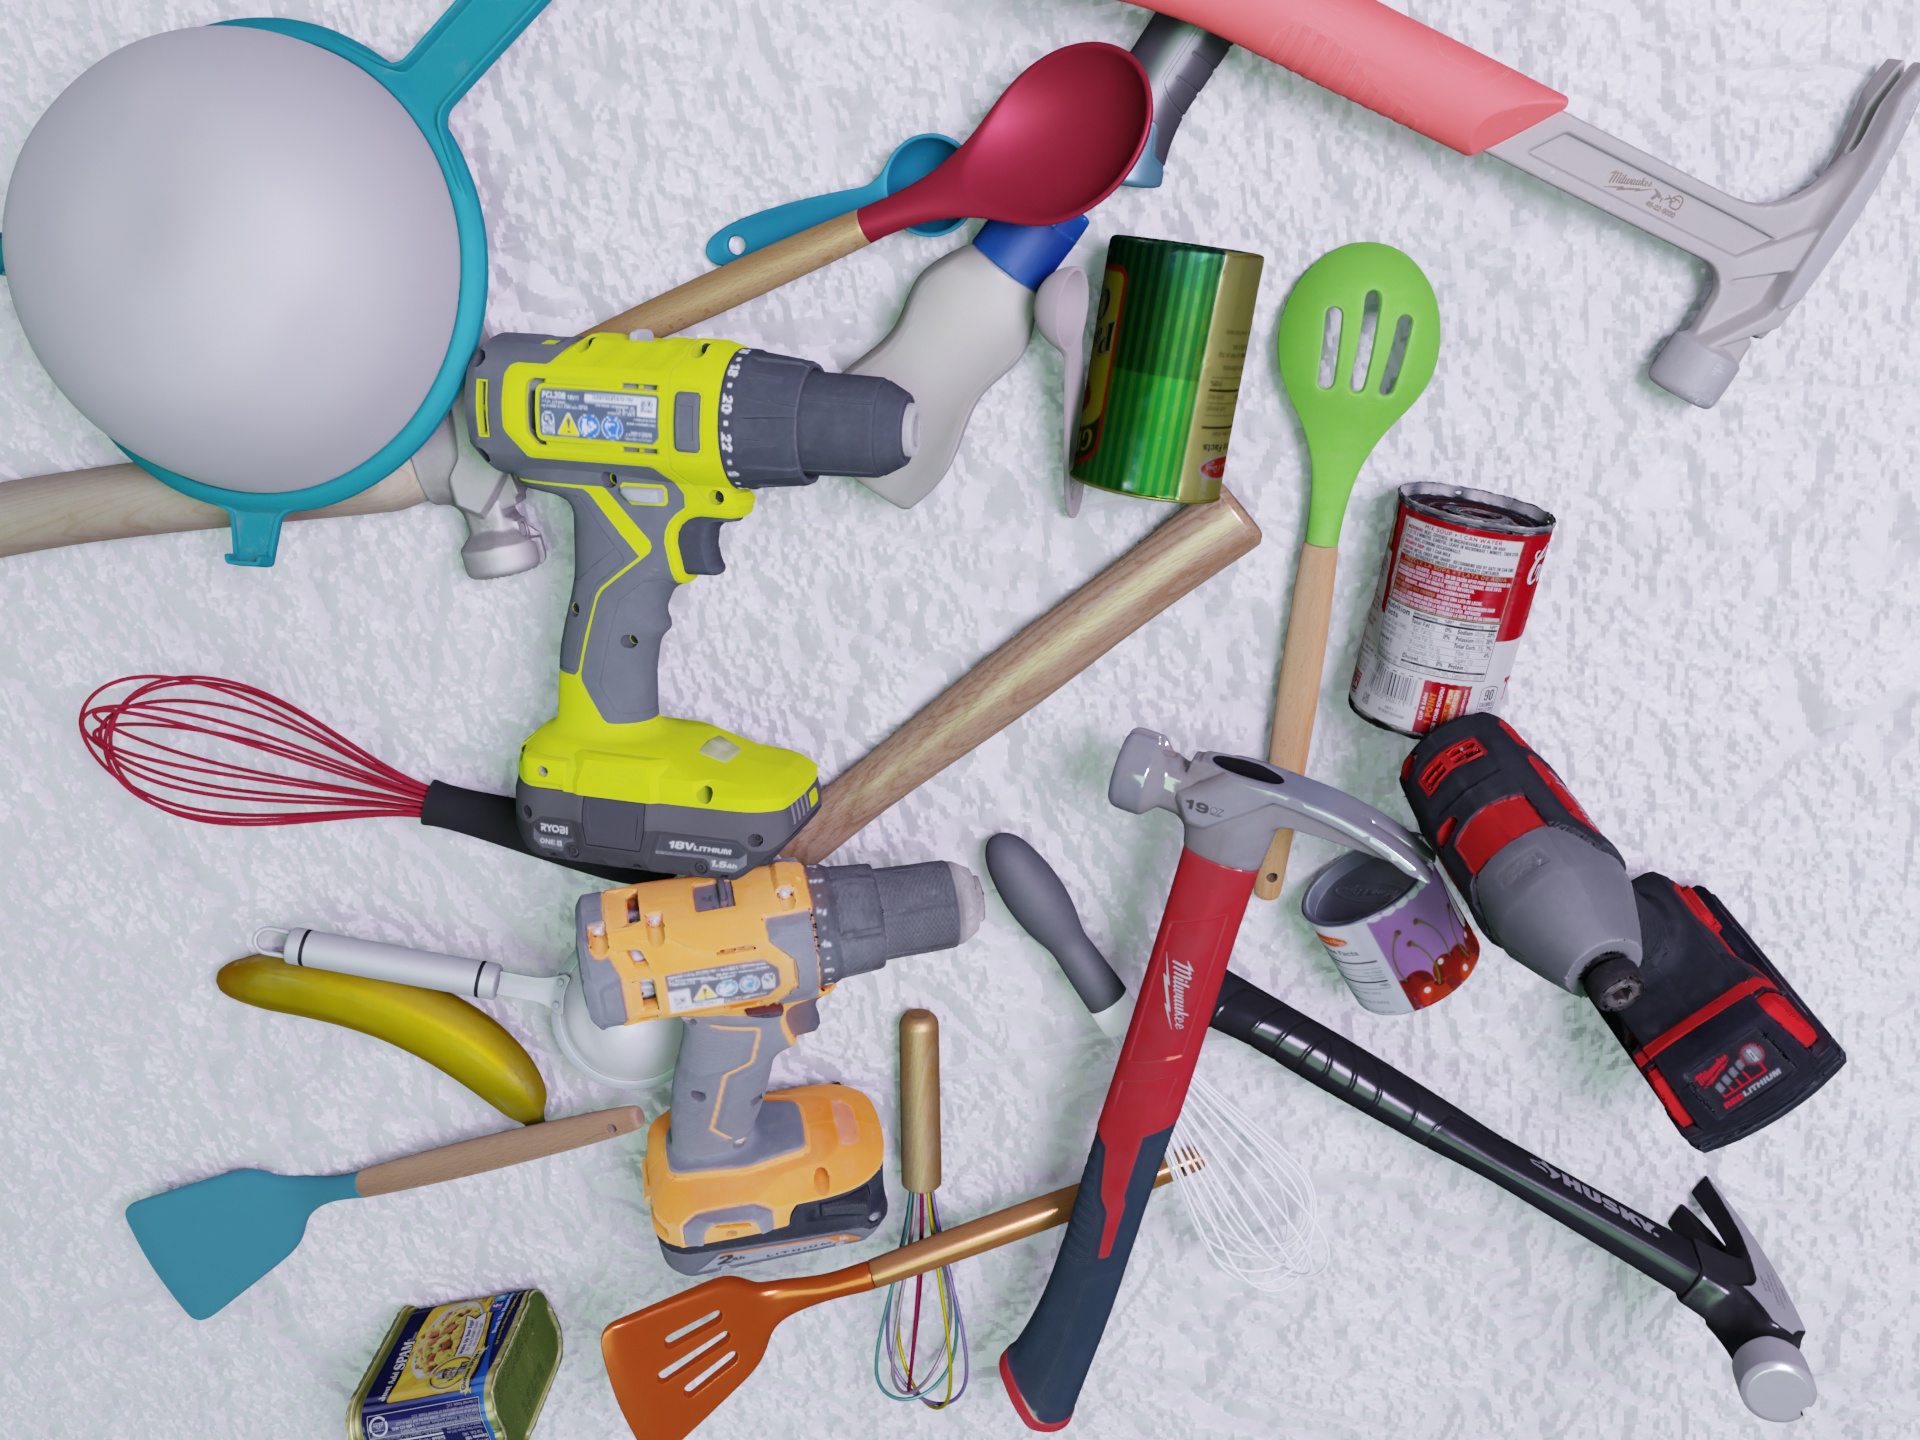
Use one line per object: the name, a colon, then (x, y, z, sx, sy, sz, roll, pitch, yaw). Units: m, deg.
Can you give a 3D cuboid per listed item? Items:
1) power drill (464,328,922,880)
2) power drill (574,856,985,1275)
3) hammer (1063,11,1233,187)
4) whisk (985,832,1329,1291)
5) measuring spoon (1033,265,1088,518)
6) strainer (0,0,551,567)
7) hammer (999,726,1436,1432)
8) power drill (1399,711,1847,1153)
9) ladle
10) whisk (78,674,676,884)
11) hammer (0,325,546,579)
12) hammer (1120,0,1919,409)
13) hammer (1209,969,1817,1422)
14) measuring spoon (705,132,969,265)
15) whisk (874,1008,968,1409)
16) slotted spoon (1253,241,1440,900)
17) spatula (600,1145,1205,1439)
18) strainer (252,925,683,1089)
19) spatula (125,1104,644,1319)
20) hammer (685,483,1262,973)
power drill: (-0.115, -0.053, 0.696, 0.190, 0.080, 0.228, 6, 106, 11)
power drill: (-0.079, 0.160, 0.774, 0.185, 0.084, 0.226, -9, 126, -10)
hammer: (0.148, -0.352, 0.616, 0.128, 0.033, 0.331, 32, 110, -9)
whisk: (0.096, 0.173, 0.806, 0.070, 0.070, 0.284, -33, 97, 15)
measuring spoon: (0.043, -0.140, 0.694, 0.018, 0.034, 0.124, 15, 137, 21)
strainer: (-0.264, -0.233, 0.640, 0.340, 0.095, 0.211, -41, 88, 13)
hammer: (0.099, 0.199, 0.764, 0.143, 0.038, 0.386, 19, 114, 14)
power drill: (0.285, 0.097, 0.688, 0.078, 0.143, 0.219, -42, 126, 18)
ladle: (-0.063, -0.199, 0.676, 0.315, 0.031, 0.069, -17, 79, 20)
whisk: (-0.283, 0.036, 0.789, 0.295, 0.073, 0.073, 15, 111, -8)
hammer: (-0.408, -0.111, 0.751, 0.410, 0.038, 0.146, -8, 108, 8)
hammer: (0.191, -0.257, 0.622, 0.359, 0.037, 0.149, 21, 114, -12)
hammer: (0.252, 0.207, 0.789, 0.335, 0.146, 0.035, 30, 110, 5)
measuring spoon: (-0.051, -0.221, 0.694, 0.128, 0.021, 0.042, -11, 104, 18)
whisk: (-0.024, 0.269, 0.865, 0.051, 0.047, 0.245, -3, 107, -7)
slotted spoon: (0.164, -0.056, 0.732, 0.070, 0.031, 0.313, 5, 113, 2)
spatula: (-0.022, 0.285, 0.827, 0.322, 0.041, 0.081, -18, 105, -6)
strainer: (-0.235, 0.137, 0.817, 0.258, 0.050, 0.087, 11, 88, -3)
spatula: (-0.310, 0.256, 0.868, 0.317, 0.044, 0.082, -18, 105, 19)
hammer: (-0.001, -0.002, 0.763, 0.331, 0.031, 0.130, -37, 104, 16)
